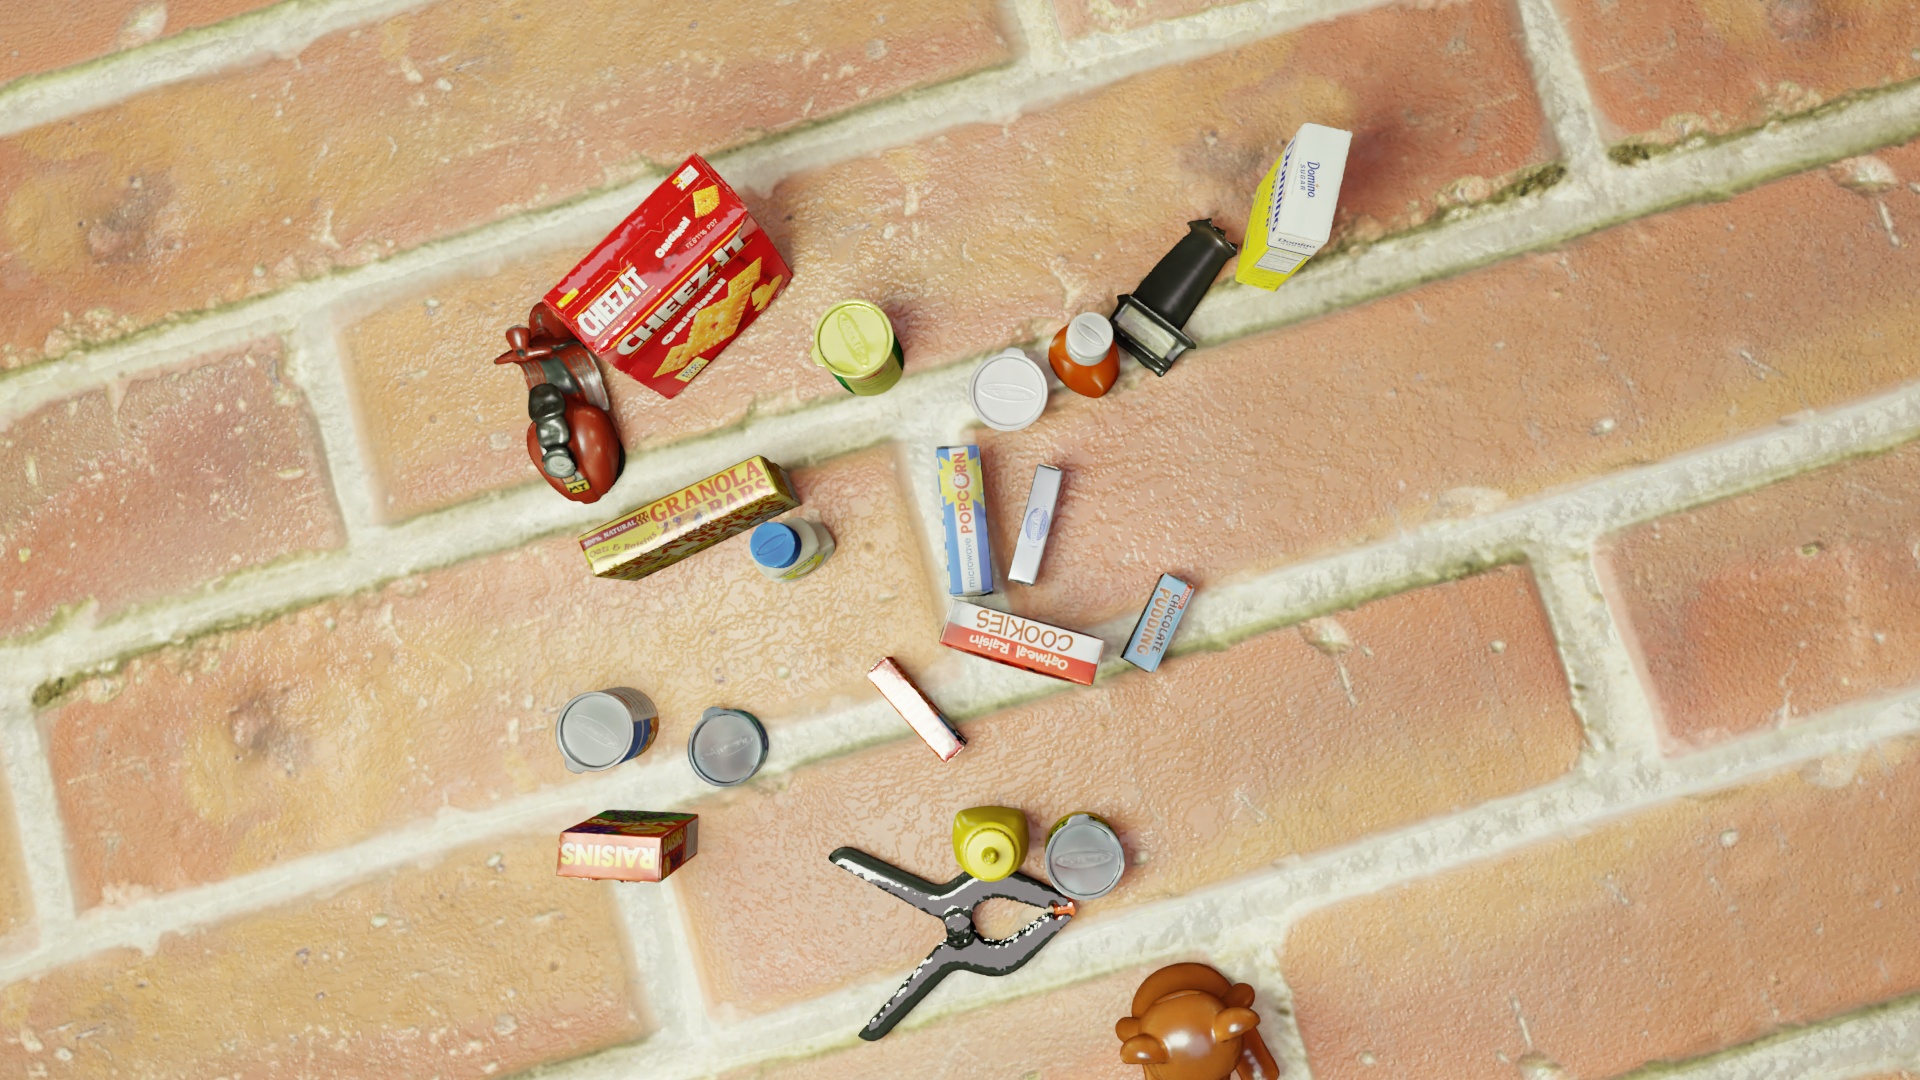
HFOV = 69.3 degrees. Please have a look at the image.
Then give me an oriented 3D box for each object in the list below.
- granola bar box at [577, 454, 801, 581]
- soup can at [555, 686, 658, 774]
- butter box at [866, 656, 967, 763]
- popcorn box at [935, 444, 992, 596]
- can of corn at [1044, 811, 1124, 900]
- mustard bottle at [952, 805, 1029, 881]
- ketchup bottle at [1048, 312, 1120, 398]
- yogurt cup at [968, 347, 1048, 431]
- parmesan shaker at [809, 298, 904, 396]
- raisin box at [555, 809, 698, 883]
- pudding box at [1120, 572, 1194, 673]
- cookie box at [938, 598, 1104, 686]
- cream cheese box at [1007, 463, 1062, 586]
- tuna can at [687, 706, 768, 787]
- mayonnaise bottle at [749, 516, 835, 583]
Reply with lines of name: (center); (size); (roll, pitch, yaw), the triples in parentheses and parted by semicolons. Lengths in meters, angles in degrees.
granola bar box: (-0.226, -0.018, 1.180); (0.165, 0.124, 0.039); (-25, 86, 1)
soup can: (-0.303, 0.163, 1.191); (0.071, 0.084, 0.071); (0, 87, 3)
butter box: (-0.037, 0.145, 1.197); (0.024, 0.053, 0.103); (-42, 86, 0)
popcorn box: (0.004, -0.015, 1.189); (0.038, 0.085, 0.126); (-6, 86, 2)
can of corn: (0.104, 0.264, 1.180); (0.071, 0.058, 0.071); (0, 87, 3)
mustard bottle: (0.024, 0.249, 1.133); (0.065, 0.160, 0.049); (-1, 87, 3)
ketchup bottle: (0.105, -0.157, 1.162); (0.065, 0.149, 0.043); (39, 89, 4)
yogurt cup: (0.042, -0.126, 1.211); (0.072, 0.054, 0.072); (0, 86, 3)
parmesan shaker: (-0.088, -0.163, 1.194); (0.071, 0.103, 0.071); (0, 87, 3)
raisin box: (-0.277, 0.255, 1.164); (0.086, 0.123, 0.040); (3, 87, 3)
pudding box: (0.169, 0.071, 1.194); (0.030, 0.049, 0.083); (26, 88, 4)
cookie box: (0.050, 0.083, 1.140); (0.123, 0.167, 0.040); (15, 88, 3)
cream cheese box: (0.065, -0.012, 1.202); (0.024, 0.053, 0.104); (14, 87, 3)
tuna can: (-0.203, 0.178, 1.212); (0.071, 0.033, 0.071); (0, 86, 2)
mayonnaise bottle: (-0.145, 0.008, 1.163); (0.065, 0.148, 0.041); (-33, 86, 0)
